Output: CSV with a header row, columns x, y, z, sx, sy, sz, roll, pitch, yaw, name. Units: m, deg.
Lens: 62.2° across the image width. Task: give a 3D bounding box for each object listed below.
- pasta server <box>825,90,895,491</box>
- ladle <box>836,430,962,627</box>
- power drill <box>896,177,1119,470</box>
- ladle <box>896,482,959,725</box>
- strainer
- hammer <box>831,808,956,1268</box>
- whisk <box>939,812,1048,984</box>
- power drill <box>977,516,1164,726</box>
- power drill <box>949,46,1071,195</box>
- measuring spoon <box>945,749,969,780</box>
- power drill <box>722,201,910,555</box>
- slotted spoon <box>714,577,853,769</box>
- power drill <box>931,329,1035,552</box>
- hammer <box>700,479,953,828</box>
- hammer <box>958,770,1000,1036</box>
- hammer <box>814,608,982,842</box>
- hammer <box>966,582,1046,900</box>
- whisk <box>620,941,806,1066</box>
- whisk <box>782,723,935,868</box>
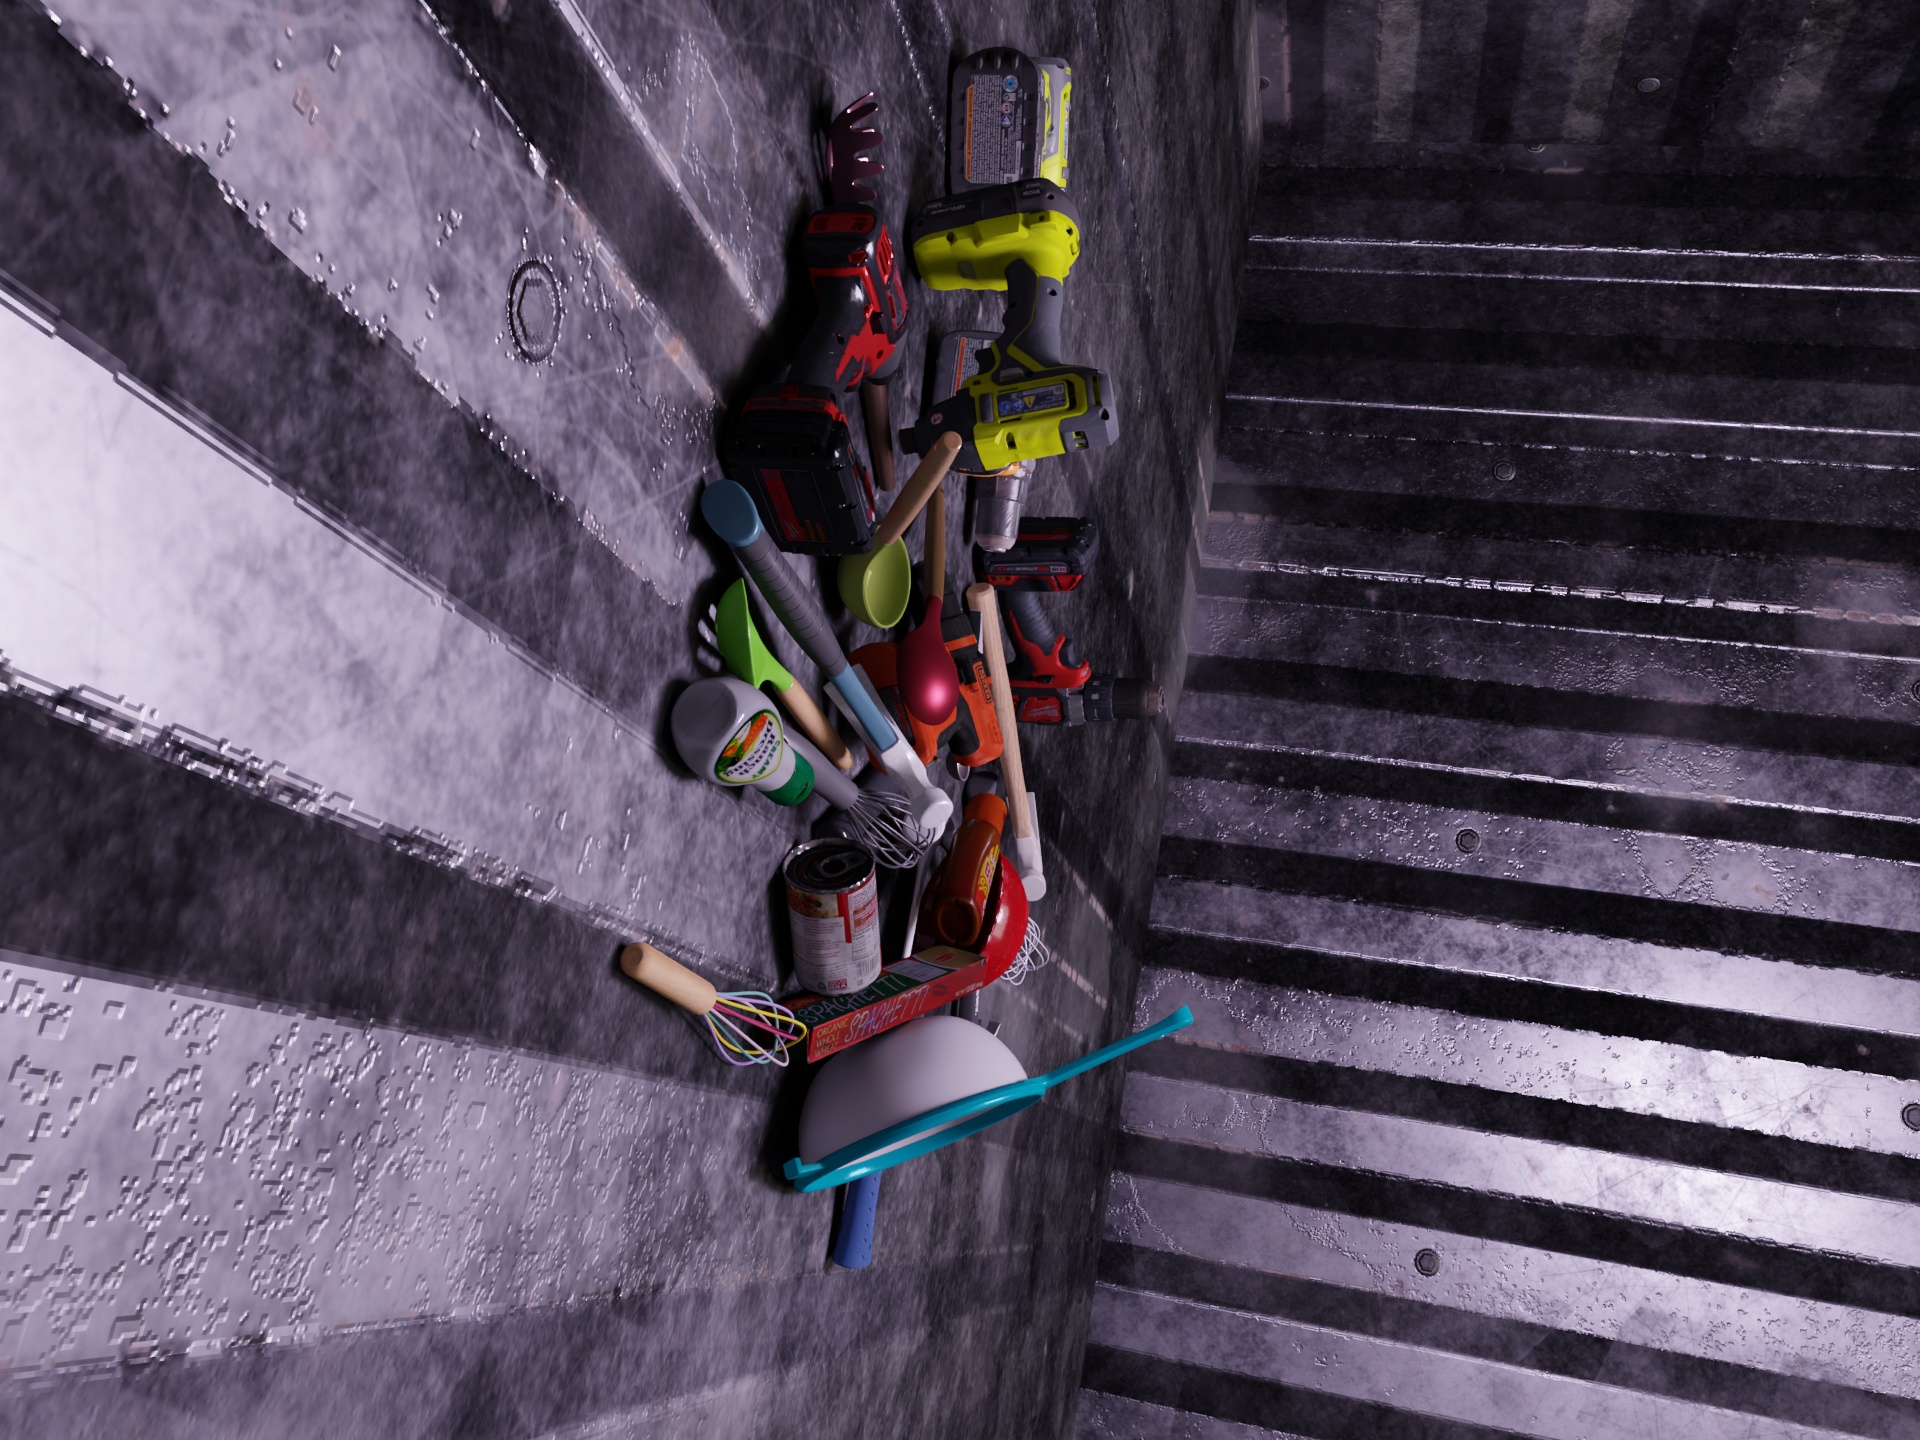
x,y,z,sx,sy,sz,roll,pitch,yaw,name
-0.064,-0.302,1.175,0.060,0.040,0.315,-101,-176,-46,pasta server
-0.033,-0.133,1.091,0.320,0.062,0.078,143,-42,-72,ladle
0.028,-0.308,1.264,0.080,0.171,0.223,58,25,-67,power drill
-0.022,-0.110,1.301,0.069,0.031,0.316,47,26,-31,ladle
0.013,0.269,1.269,0.210,0.340,0.095,72,-6,-72,strainer
-0.058,0.272,1.394,0.144,0.035,0.405,14,86,-84,hammer
0.021,0.169,1.584,0.284,0.070,0.070,62,35,-41,whisk
0.112,-0.093,1.648,0.080,0.188,0.226,-64,152,-54,power drill
0.054,-0.514,1.457,0.228,0.080,0.190,-48,142,-70,power drill
-0.002,-0.005,1.453,0.034,0.018,0.124,44,46,-64,measuring spoon
-0.083,-0.224,1.069,0.143,0.078,0.220,74,24,-56,power drill
-0.118,-0.016,1.111,0.313,0.031,0.070,62,17,-69,slotted spoon
0.028,-0.255,1.471,0.226,0.084,0.185,-6,103,-79,power drill
-0.092,-0.047,1.086,0.128,0.033,0.330,54,-3,36,hammer
0.016,0.219,1.702,0.146,0.035,0.334,-30,125,-71,hammer
-0.042,0.022,1.400,0.409,0.036,0.149,-51,143,-63,hammer
0.047,0.015,1.645,0.130,0.031,0.331,-91,171,-65,hammer
-0.156,0.182,1.027,0.244,0.047,0.051,58,42,-62,whisk
-0.083,0.053,1.168,0.238,0.055,0.055,44,53,-53,whisk
